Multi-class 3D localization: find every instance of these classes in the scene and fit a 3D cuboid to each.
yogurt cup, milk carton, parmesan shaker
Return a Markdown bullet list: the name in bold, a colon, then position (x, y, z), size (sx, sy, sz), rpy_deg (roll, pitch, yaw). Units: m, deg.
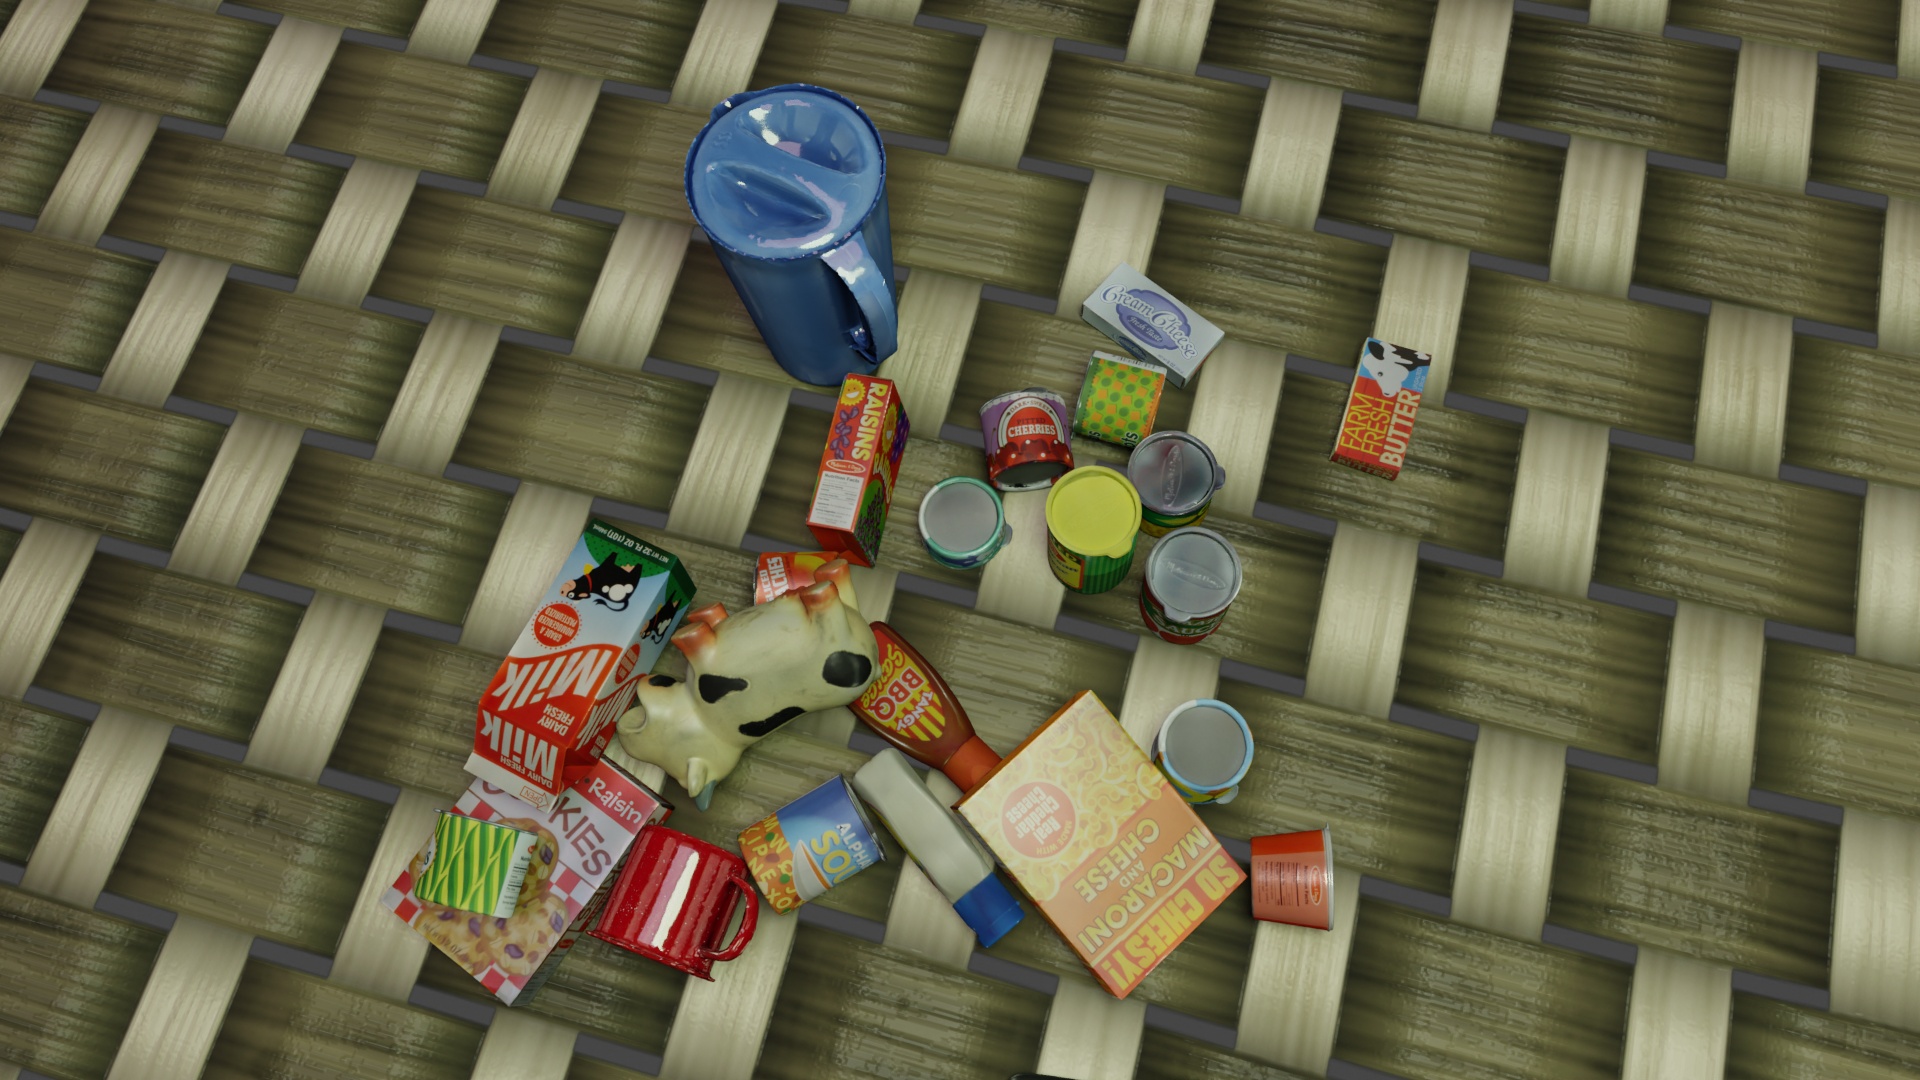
- **yogurt cup**: position (0.224, 0.229, 0.943), size (0.054, 0.072, 0.072), rpy_deg (-2, 71, 11)
- **milk carton**: position (-0.267, 0.089, 0.970), size (0.072, 0.073, 0.191), rpy_deg (25, 71, 10)
- **parmesan shaker**: position (0.096, -0.003, 1.006), size (0.071, 0.102, 0.071), rpy_deg (-1, 71, 3)

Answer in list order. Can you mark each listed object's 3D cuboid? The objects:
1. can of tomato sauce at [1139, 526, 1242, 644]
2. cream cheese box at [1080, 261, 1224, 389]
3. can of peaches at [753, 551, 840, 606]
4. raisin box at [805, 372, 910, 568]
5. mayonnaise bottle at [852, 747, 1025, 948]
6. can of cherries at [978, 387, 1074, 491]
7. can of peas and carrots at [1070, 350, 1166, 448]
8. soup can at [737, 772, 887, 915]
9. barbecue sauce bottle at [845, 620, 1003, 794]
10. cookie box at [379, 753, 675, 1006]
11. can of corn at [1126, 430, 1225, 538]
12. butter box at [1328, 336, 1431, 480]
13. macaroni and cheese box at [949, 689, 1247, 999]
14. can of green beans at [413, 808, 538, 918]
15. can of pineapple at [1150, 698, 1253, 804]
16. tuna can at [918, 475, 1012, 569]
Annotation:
- **can of tomato sauce**: position (0.164, 0.036, 1.000), size (0.071, 0.083, 0.071), rpy_deg (-1, 72, 3)
- **cream cheese box**: position (0.152, -0.171, 1.101), size (0.104, 0.024, 0.053), rpy_deg (38, 76, 14)
- **can of peaches**: position (-0.118, 0.040, 1.020), size (0.058, 0.071, 0.071), rpy_deg (0, 72, 2)
- **raisin box**: position (-0.075, -0.052, 1.041), size (0.040, 0.086, 0.124), rpy_deg (10, 72, 11)
- **mayonnaise bottle**: position (-0.016, 0.212, 0.963), size (0.041, 0.064, 0.148), rpy_deg (-38, 77, -10)
- **can of cherries**: position (0.050, -0.075, 1.050), size (0.071, 0.071, 0.058), rpy_deg (-7, 72, 1)
- **can of peas and carrots**: position (0.121, -0.104, 1.059), size (0.059, 0.070, 0.071), rpy_deg (15, 73, 7)
- **soup can**: position (-0.102, 0.213, 0.963), size (0.084, 0.071, 0.071), rpy_deg (-30, 73, -6)
- **barbecue sauce bottle**: position (-0.027, 0.128, 1.000), size (0.149, 0.043, 0.065), rpy_deg (42, 85, 15)
- **cookie box**: position (-0.305, 0.222, 0.986), size (0.123, 0.040, 0.168), rpy_deg (33, 77, 13)
- **can of corn**: position (0.159, -0.040, 1.039), size (0.071, 0.058, 0.071), rpy_deg (-1, 71, 3)
- **butter box**: position (0.323, -0.101, 1.068), size (0.053, 0.024, 0.104), rpy_deg (17, 73, 9)
- **macaroni and cheese box**: position (0.094, 0.205, 0.949), size (0.124, 0.040, 0.166), rpy_deg (-40, 89, -13)
- **can of green beans**: position (-0.325, 0.217, 0.932), size (0.071, 0.071, 0.058), rpy_deg (12, 74, 7)
- **can of pineapple**: position (0.171, 0.149, 0.974), size (0.071, 0.057, 0.071), rpy_deg (-1, 72, 3)
- **tuna can**: position (0.004, -0.013, 1.052), size (0.071, 0.032, 0.071), rpy_deg (-1, 71, 3)
